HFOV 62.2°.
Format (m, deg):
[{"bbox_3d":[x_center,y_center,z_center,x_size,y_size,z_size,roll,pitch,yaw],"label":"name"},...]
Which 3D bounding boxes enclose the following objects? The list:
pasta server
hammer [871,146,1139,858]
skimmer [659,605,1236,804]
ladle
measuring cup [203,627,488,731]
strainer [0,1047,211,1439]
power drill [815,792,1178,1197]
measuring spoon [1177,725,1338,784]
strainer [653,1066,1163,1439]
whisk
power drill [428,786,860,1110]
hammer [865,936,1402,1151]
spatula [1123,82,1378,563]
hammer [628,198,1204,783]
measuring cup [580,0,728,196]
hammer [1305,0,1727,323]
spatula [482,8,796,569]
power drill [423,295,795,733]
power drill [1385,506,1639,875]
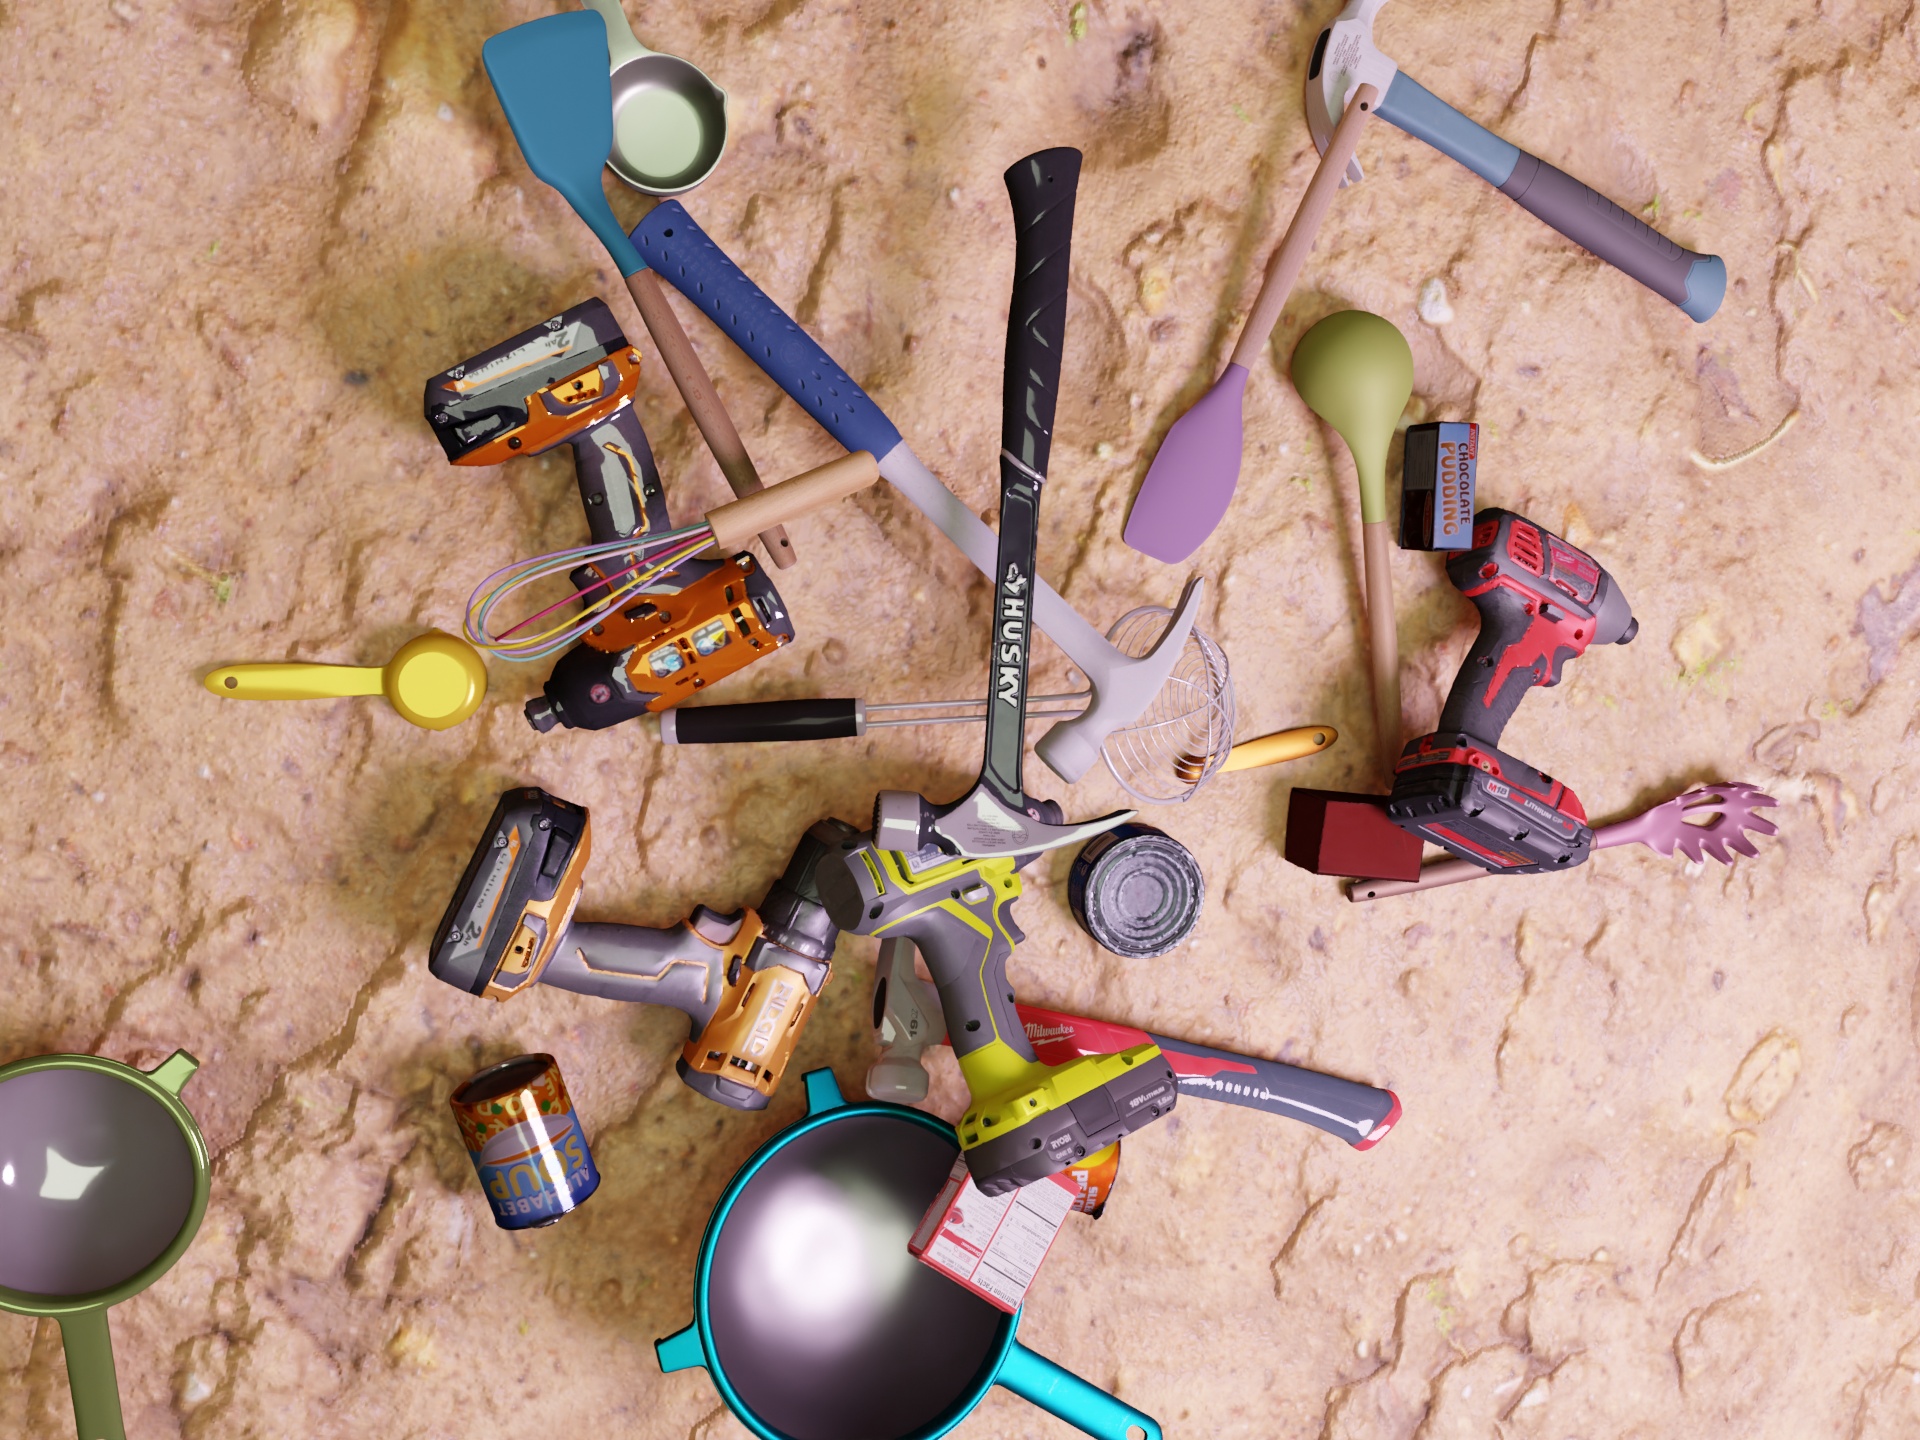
[{"bbox_3d":[0.420,0.092,1.109,0.316,0.040,0.060,-11,111,-10],"label":"pasta server"},{"bbox_3d":[0.039,-0.124,0.906,0.149,0.036,0.409,5,88,-7],"label":"hammer"},{"bbox_3d":[-0.002,-0.003,1.004,0.363,0.090,0.127,-3,88,-2],"label":"skimmer"},{"bbox_3d":[0.271,-0.108,1.052,0.078,0.062,0.320,-10,107,-4],"label":"ladle"},{"bbox_3d":[-0.355,-0.021,0.920,0.156,0.029,0.062,-1,98,-14],"label":"measuring cup"},{"bbox_3d":[-0.499,0.305,0.912,0.151,0.069,0.256,-6,99,-14],"label":"strainer"},{"bbox_3d":[0.031,0.152,0.955,0.171,0.080,0.223,-17,75,-36],"label":"power drill"},{"bbox_3d":[0.200,0.022,1.062,0.117,0.011,0.021,-13,100,-11],"label":"measuring spoon"},{"bbox_3d":[-0.022,0.378,1.010,0.340,0.095,0.211,35,69,-16],"label":"strainer"},{"bbox_3d":[-0.155,-0.093,0.876,0.245,0.047,0.051,-25,110,-13],"label":"whisk"},{"bbox_3d":[-0.178,0.114,0.956,0.226,0.084,0.185,26,90,-19],"label":"power drill"},{"bbox_3d":[0.125,0.208,1.046,0.386,0.038,0.143,16,64,-20],"label":"hammer"},{"bbox_3d":[0.190,-0.247,1.005,0.059,0.018,0.316,21,101,-15],"label":"spatula"},{"bbox_3d":[-0.030,-0.152,0.935,0.405,0.035,0.144,44,85,-3],"label":"hammer"},{"bbox_3d":[-0.193,-0.379,0.907,0.083,0.038,0.167,-28,101,-8],"label":"measuring cup"},{"bbox_3d":[0.369,-0.356,1.039,0.331,0.033,0.128,25,91,-15],"label":"hammer"},{"bbox_3d":[-0.164,-0.228,0.887,0.082,0.044,0.317,-38,108,-38],"label":"spatula"},{"bbox_3d":[-0.216,-0.108,0.916,0.164,0.084,0.226,-29,107,-8],"label":"power drill"},{"bbox_3d":[0.369,-0.017,1.040,0.143,0.078,0.220,25,72,-18],"label":"power drill"}]
